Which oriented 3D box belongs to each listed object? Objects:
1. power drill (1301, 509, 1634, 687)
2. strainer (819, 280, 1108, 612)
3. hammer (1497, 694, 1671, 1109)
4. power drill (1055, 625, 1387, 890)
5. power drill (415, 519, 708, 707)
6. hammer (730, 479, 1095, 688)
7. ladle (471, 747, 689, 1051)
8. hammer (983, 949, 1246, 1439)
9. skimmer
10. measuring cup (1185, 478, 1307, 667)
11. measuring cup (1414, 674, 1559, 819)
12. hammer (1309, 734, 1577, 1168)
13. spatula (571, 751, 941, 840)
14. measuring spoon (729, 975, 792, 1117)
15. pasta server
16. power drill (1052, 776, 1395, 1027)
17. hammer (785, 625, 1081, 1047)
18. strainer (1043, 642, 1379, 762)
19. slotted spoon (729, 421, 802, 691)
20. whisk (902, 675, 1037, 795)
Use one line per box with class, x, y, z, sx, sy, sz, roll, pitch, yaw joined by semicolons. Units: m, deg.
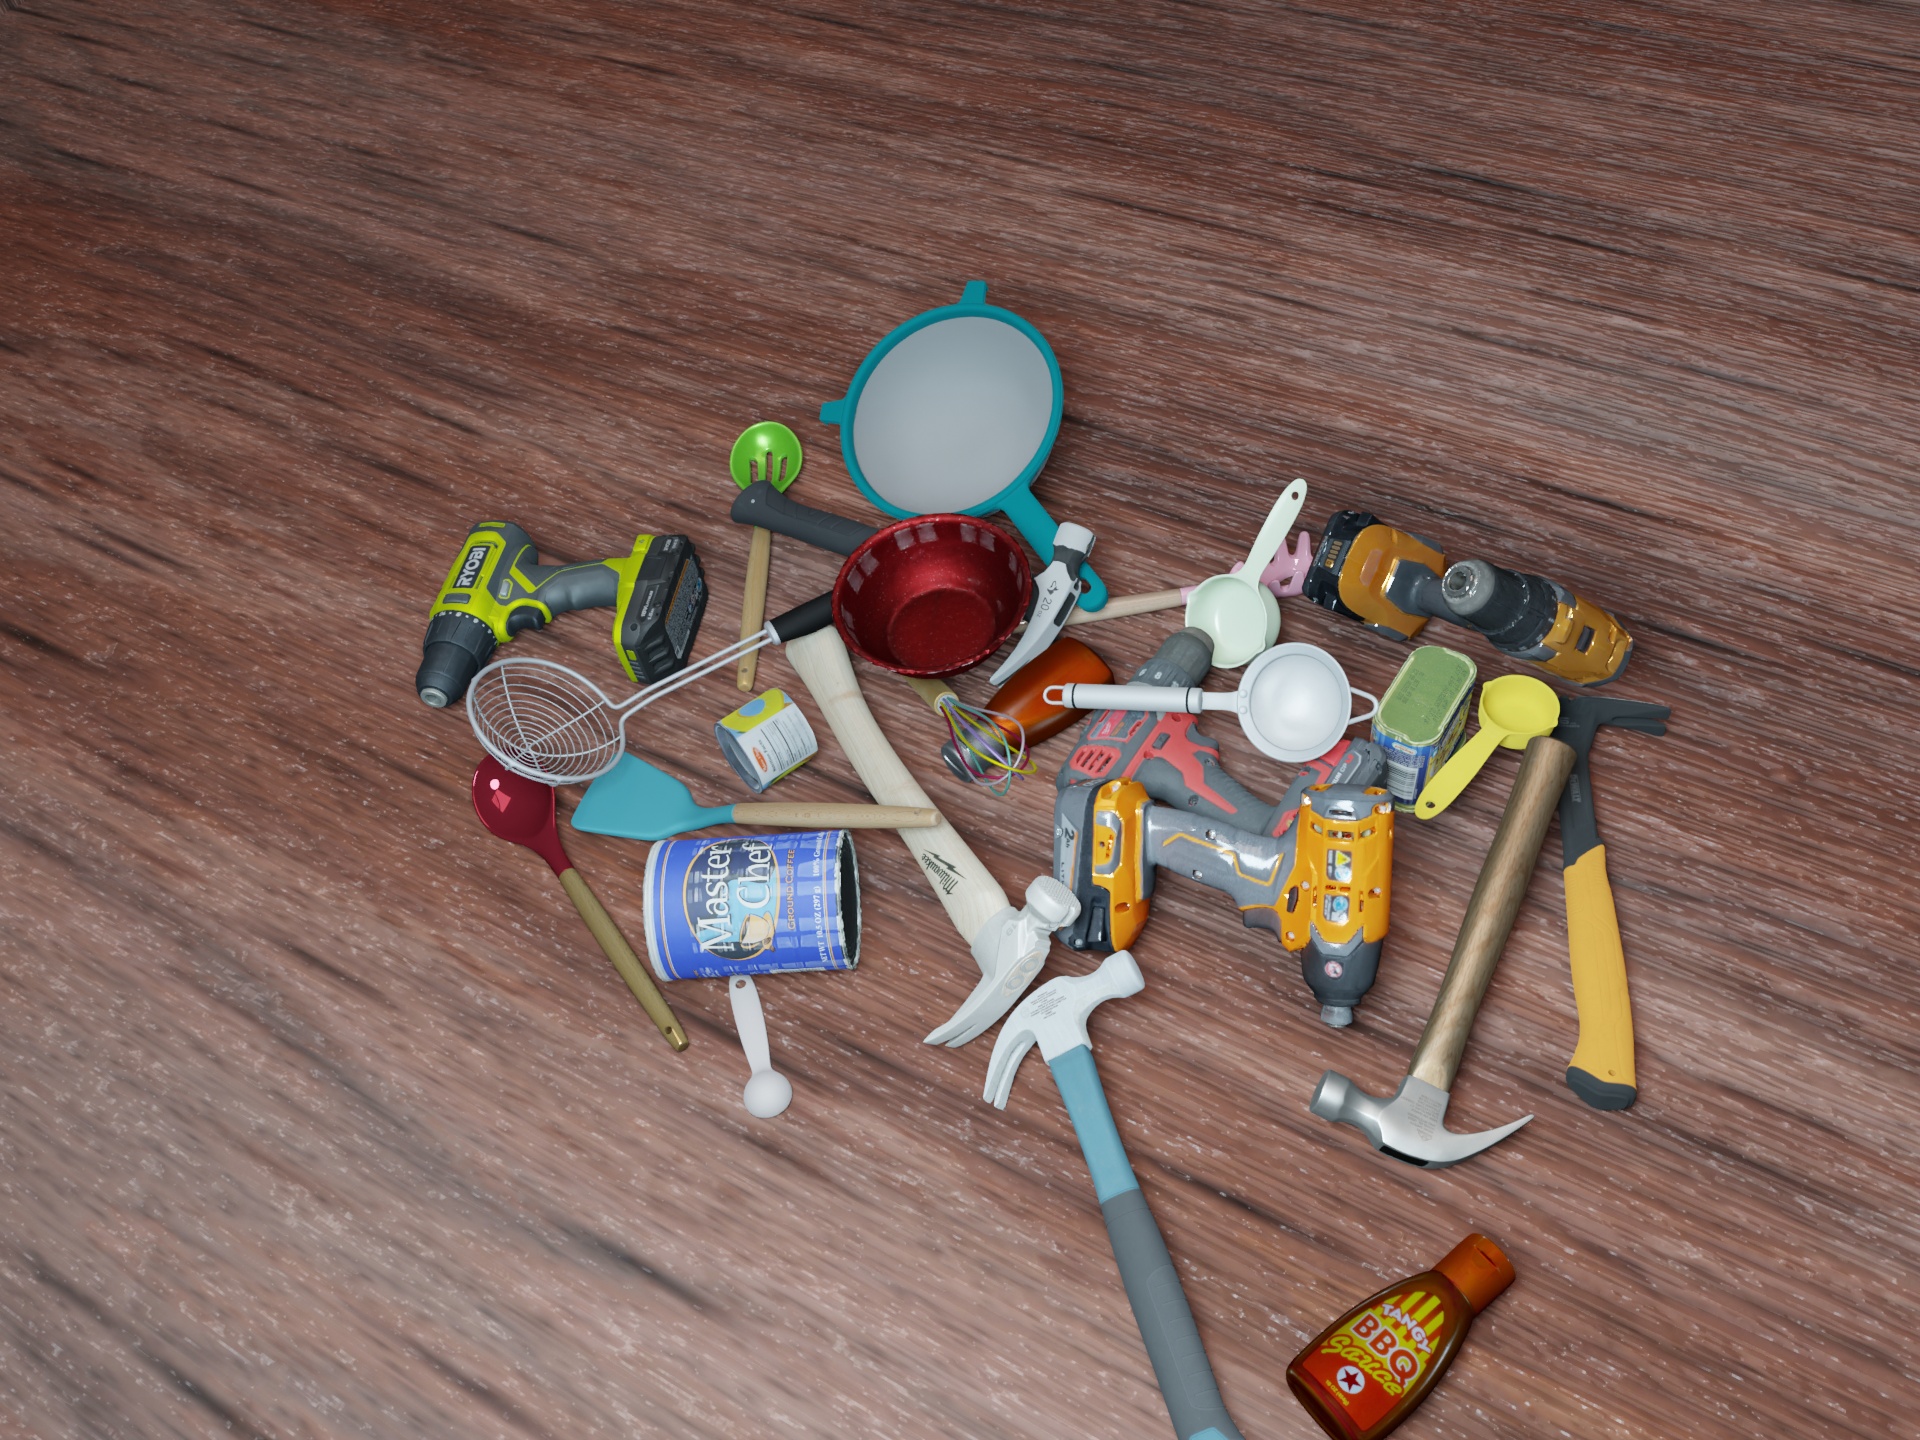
power drill;0.364;-0.096;1.197;0.226;0.185;0.084;29;99;52
strainer;0.038;-0.215;1.421;0.211;0.095;0.341;-38;67;8
hammer;0.456;0.119;1.136;0.127;0.034;0.337;3;52;11
power drill;0.209;0.026;1.215;0.227;0.080;0.188;23;59;27
power drill;-0.351;-0.089;1.379;0.228;0.080;0.191;1;51;12
hammer;-0.058;-0.138;1.368;0.335;0.035;0.146;20;86;24
ladle;-0.289;0.135;1.220;0.069;0.031;0.316;-45;58;4
hammer;0.107;0.314;1.004;0.128;0.033;0.331;-28;55;11
skimmer;-0.210;-0.058;1.273;0.363;0.090;0.127;-27;62;-10
measuring cup;0.244;-0.119;1.285;0.083;0.167;0.038;40;27;30
measuring cup;0.386;0.027;1.183;0.062;0.029;0.156;36;67;30
hammer;0.359;0.150;1.087;0.130;0.031;0.331;25;65;10
spatula;-0.156;0.066;1.217;0.317;0.044;0.082;-1;45;31
measuring spoon;-0.148;0.225;1.135;0.034;0.018;0.124;-17;50;-6
pasta server;0.160;-0.107;1.353;0.316;0.040;0.060;-9;36;1
power drill;0.181;0.121;1.098;0.226;0.164;0.084;3;6;23
hammer;-0.054;0.062;1.222;0.146;0.038;0.411;-53;44;17
strainer;0.183;-0.016;1.183;0.258;0.050;0.087;3;91;23
slotted spoon;-0.184;-0.152;1.440;0.070;0.031;0.314;-4;53;4
whisk;0.000;-0.003;1.238;0.047;0.051;0.245;-14;25;-16
